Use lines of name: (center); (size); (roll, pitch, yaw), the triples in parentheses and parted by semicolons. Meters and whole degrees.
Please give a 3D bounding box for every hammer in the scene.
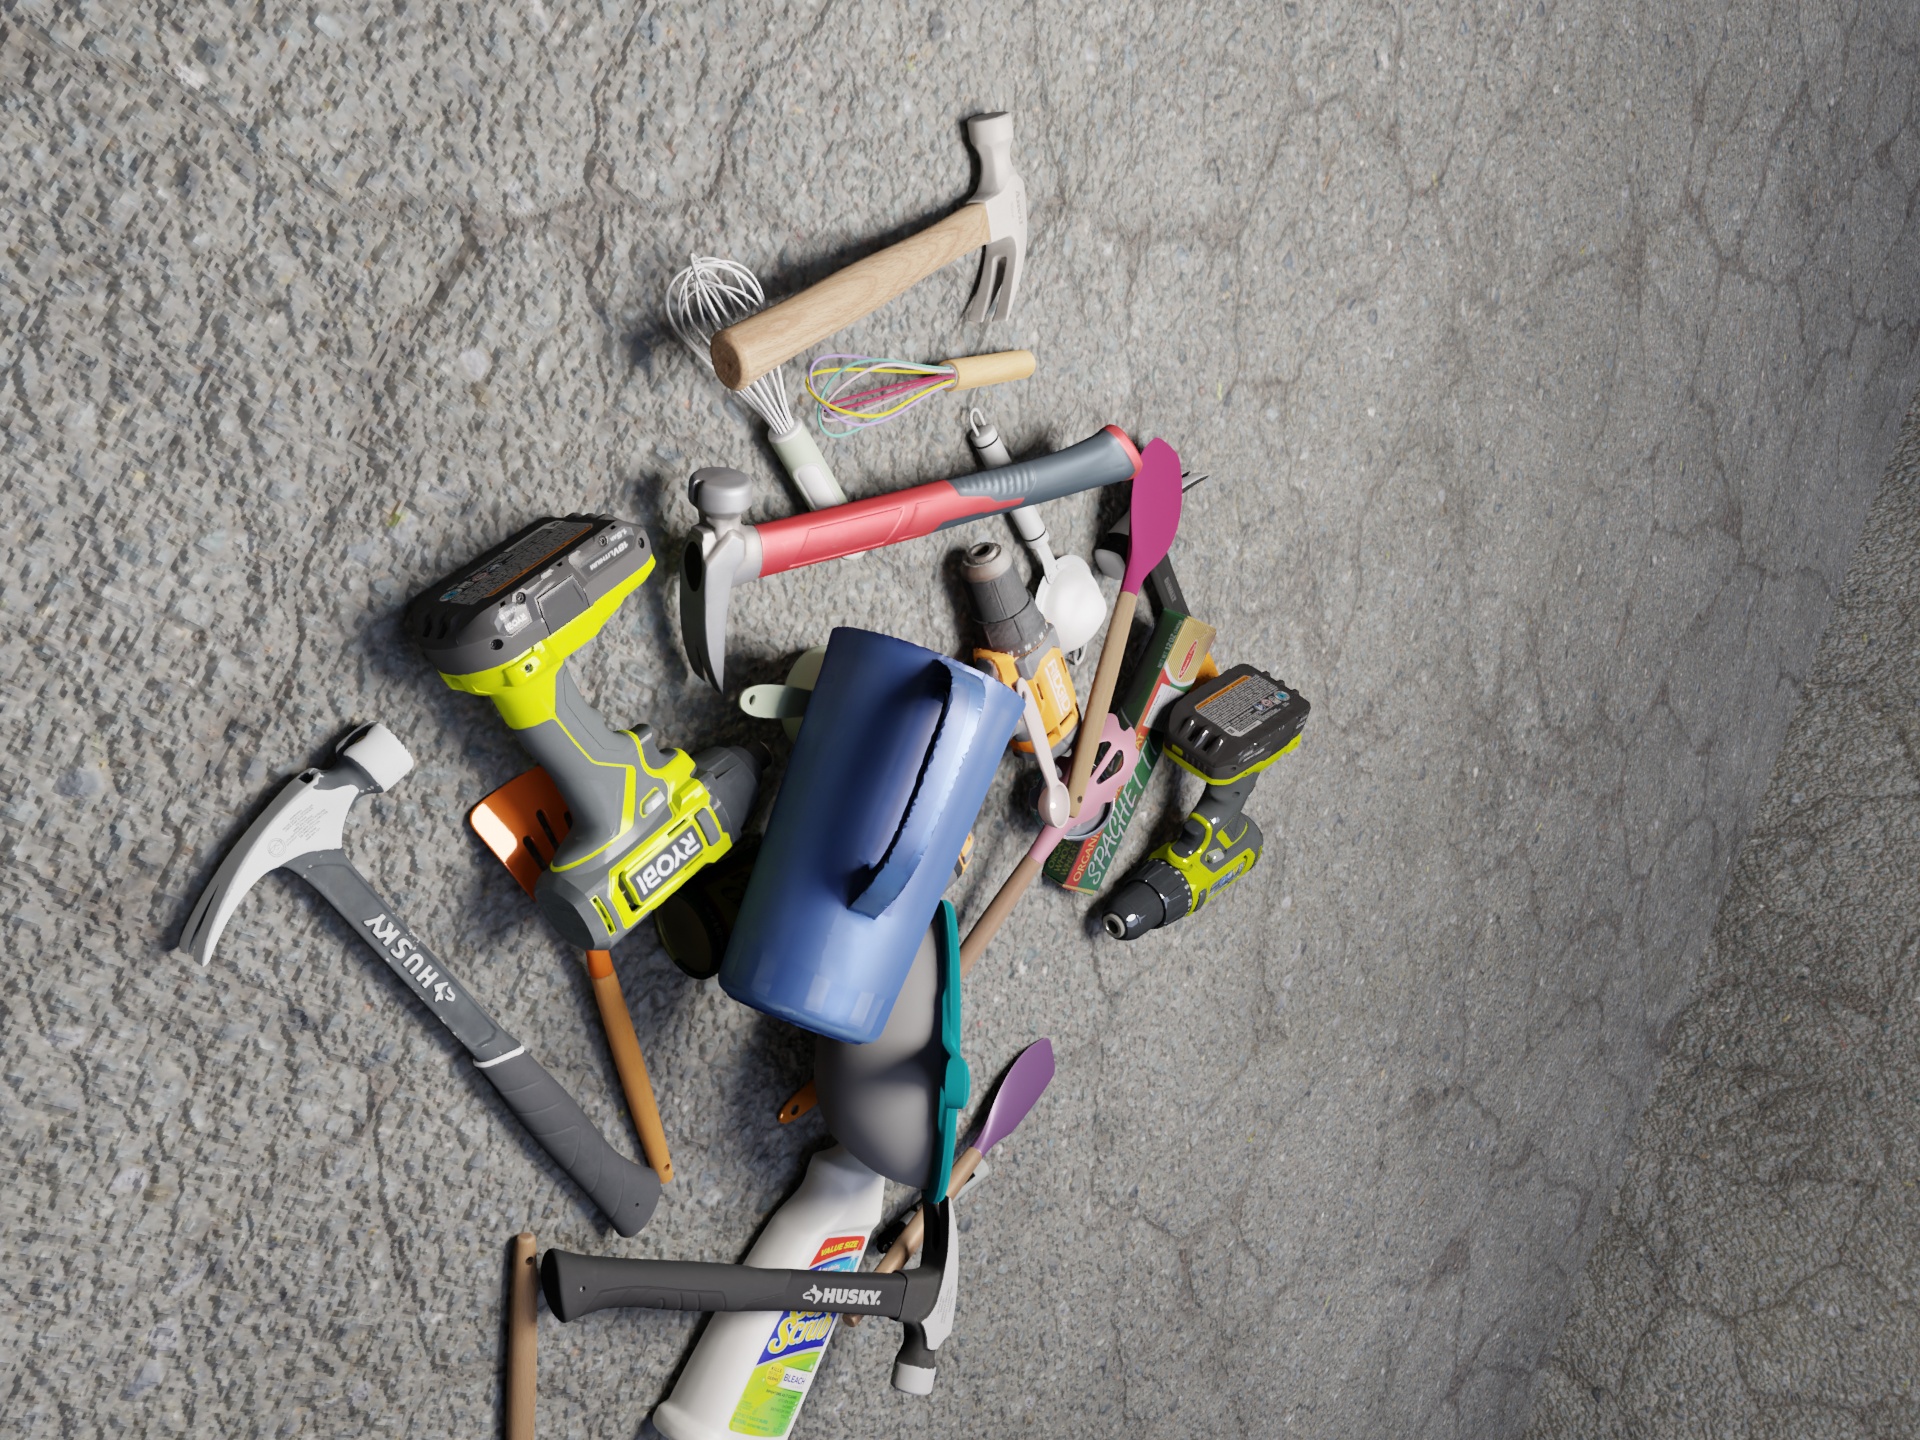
hammer: (-0.135, 0.390, 1.106); (0.334, 0.035, 0.146); (19, 80, -37)
hammer: (-0.046, -0.282, 1.014); (0.331, 0.031, 0.130); (-44, 133, -44)
hammer: (-0.020, -0.131, 1.083); (0.386, 0.038, 0.143); (-20, 130, -38)
hammer: (0.211, -0.058, 1.408); (0.127, 0.034, 0.336); (-47, 132, -25)
hammer: (-0.289, 0.192, 0.947); (0.149, 0.036, 0.408); (-47, 133, -25)

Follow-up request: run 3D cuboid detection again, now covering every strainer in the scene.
strainer: (-0.050, 0.224, 1.063); (0.095, 0.340, 0.211); (3, 83, -4)
strainer: (0.062, -0.134, 1.219); (0.087, 0.050, 0.258); (-55, 132, -28)

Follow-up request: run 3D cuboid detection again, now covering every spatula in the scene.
spatula: (-0.229, 0.175, 1.017); (0.081, 0.041, 0.322); (-35, 130, -37)
spatula: (-0.002, 0.368, 1.293); (0.316, 0.018, 0.059); (-44, 132, -44)
spatula: (-0.282, 0.485, 1.042); (0.082, 0.044, 0.317); (-7, 107, -42)

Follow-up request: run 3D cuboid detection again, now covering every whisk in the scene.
whisk: (-0.114, -0.190, 1.005); (0.058, 0.059, 0.246); (-25, 134, 5)
whisk: (-0.019, -0.228, 1.080); (0.245, 0.047, 0.051); (-25, 120, -51)

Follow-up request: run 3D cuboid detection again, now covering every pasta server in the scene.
pasta server: (0.042, 0.131, 1.255); (0.060, 0.040, 0.316); (35, 89, -5)

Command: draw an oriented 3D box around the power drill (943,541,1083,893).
power drill: (-0.002, -0.004, 1.162); (0.226, 0.084, 0.185); (-48, 133, -32)

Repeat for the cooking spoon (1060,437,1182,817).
cooking spoon: (0.125, -0.075, 1.252); (0.068, 0.017, 0.319); (30, 70, -44)

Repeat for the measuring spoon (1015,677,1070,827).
measuring spoon: (0.055, 0.024, 1.175); (0.034, 0.018, 0.124); (-48, 127, -51)

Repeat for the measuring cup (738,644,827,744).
measuring cup: (-0.111, -0.015, 1.038); (0.167, 0.038, 0.083); (2, 101, -65)

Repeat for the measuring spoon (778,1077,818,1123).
measuring spoon: (-0.092, 0.270, 1.202); (0.117, 0.011, 0.021); (-32, 124, -37)

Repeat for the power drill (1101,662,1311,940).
power drill: (0.208, 0.080, 1.376); (0.190, 0.080, 0.228); (-28, 142, -39)

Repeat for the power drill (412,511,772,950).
power drill: (-0.204, -0.001, 0.928); (0.171, 0.080, 0.223); (-43, 126, -35)
